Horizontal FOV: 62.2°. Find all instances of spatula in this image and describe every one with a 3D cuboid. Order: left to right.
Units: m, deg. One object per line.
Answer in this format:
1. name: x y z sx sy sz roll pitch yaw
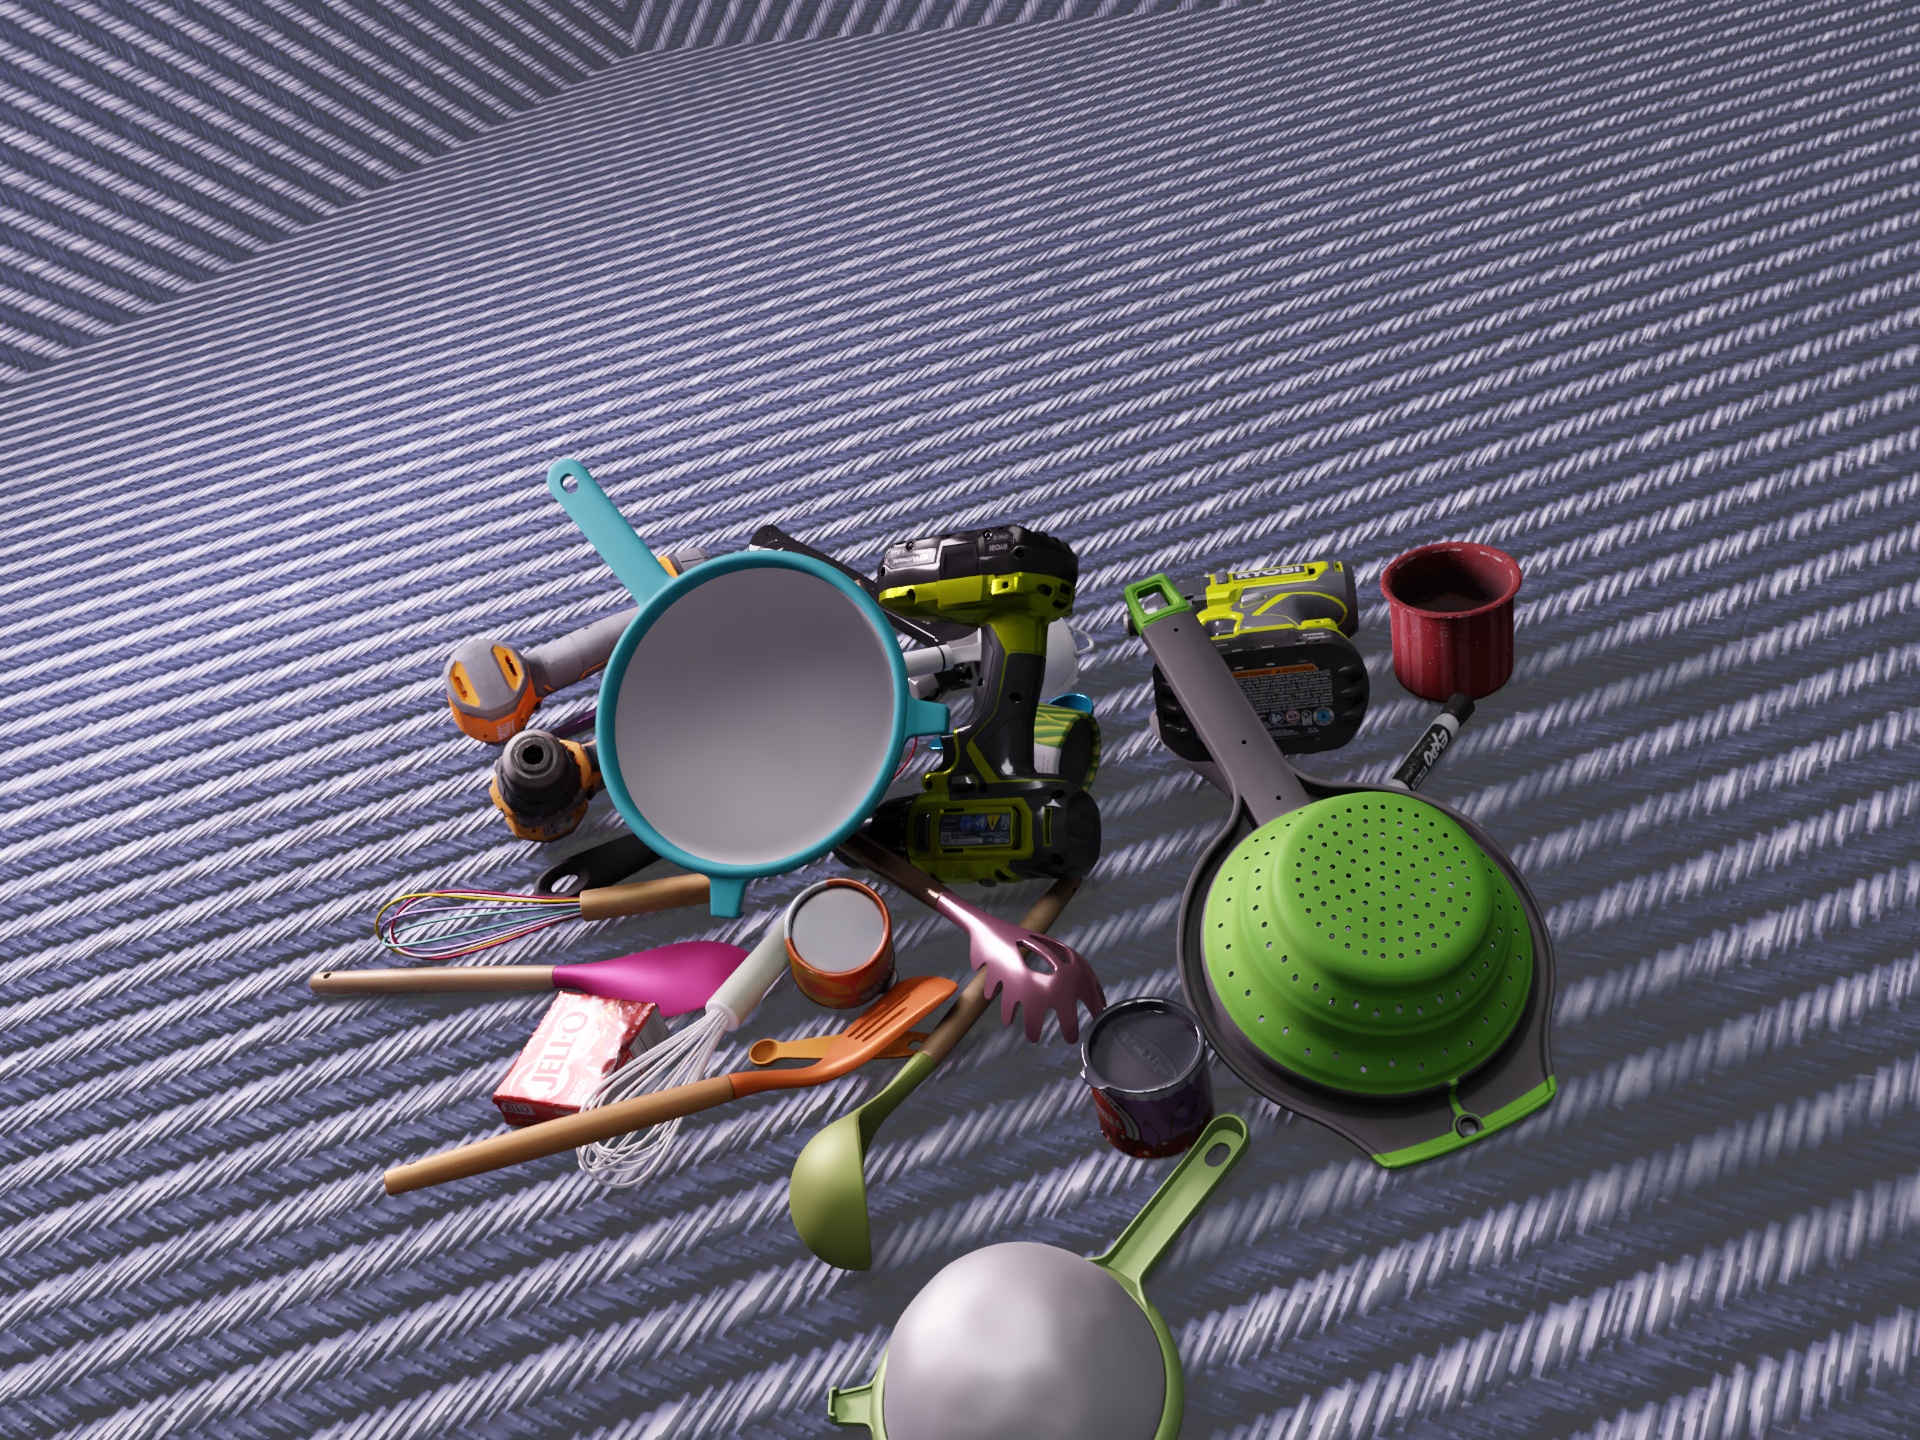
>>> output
1. spatula: -0.153 0.201 0.884 0.322 0.041 0.081 -11 0 -24
2. spatula: -0.215 -0.037 1.245 0.316 0.018 0.060 -25 2 10

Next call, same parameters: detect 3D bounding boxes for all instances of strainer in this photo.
1. strainer: -0.161 -0.043 1.058 0.211 0.095 0.341 -42 70 4
2. strainer: -0.004 -0.047 1.178 0.258 0.050 0.087 -12 69 -24
3. strainer: 0.060 0.268 0.766 0.152 0.069 0.256 21 50 39

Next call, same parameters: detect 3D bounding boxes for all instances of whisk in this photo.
1. whisk: -0.281 0.128 1.091 0.245 0.047 0.051 -9 -1 0
2. whisk: -0.150 0.186 0.973 0.058 0.059 0.246 -24 17 43
3. whisk: -0.167 0.063 1.136 0.296 0.073 0.073 -25 37 -5
4. whisk: 0.189 0.043 1.047 0.055 0.055 0.239 -24 32 -13

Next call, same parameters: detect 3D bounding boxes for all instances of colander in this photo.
1. colander: 0.188 0.043 0.889 0.204 0.094 0.398 -21 57 -8

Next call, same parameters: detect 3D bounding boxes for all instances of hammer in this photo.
1. hammer: -0.076 -0.110 1.355 0.146 0.035 0.335 -34 40 -24

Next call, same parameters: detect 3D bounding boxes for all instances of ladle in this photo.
1. ladle: 0.004 0.184 0.916 0.062 0.078 0.320 19 39 24

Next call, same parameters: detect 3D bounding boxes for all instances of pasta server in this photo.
1. pasta server: -0.025 0.109 0.982 0.060 0.040 0.316 -19 29 -32

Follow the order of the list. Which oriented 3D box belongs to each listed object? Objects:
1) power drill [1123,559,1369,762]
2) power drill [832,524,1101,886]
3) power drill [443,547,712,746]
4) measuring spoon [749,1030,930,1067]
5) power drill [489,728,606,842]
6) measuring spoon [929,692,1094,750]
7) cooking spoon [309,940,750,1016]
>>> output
1. power drill: 0.198 -0.051 1.117 0.171 0.080 0.223 -6 21 10
2. power drill: -0.002 -0.003 1.059 0.190 0.080 0.228 -4 79 32
3. power drill: -0.300 -0.049 1.280 0.226 0.084 0.164 -25 -6 -19
4. measuring spoon: -0.070 0.200 0.958 0.117 0.011 0.021 -5 37 7
5. power drill: -0.226 0.010 1.136 0.226 0.084 0.185 -25 -7 -16
6. measuring spoon: 0.039 0.010 1.173 0.128 0.021 0.042 -14 36 17
7. cooking spoon: -0.293 0.172 1.062 0.319 0.017 0.069 -4 36 14
